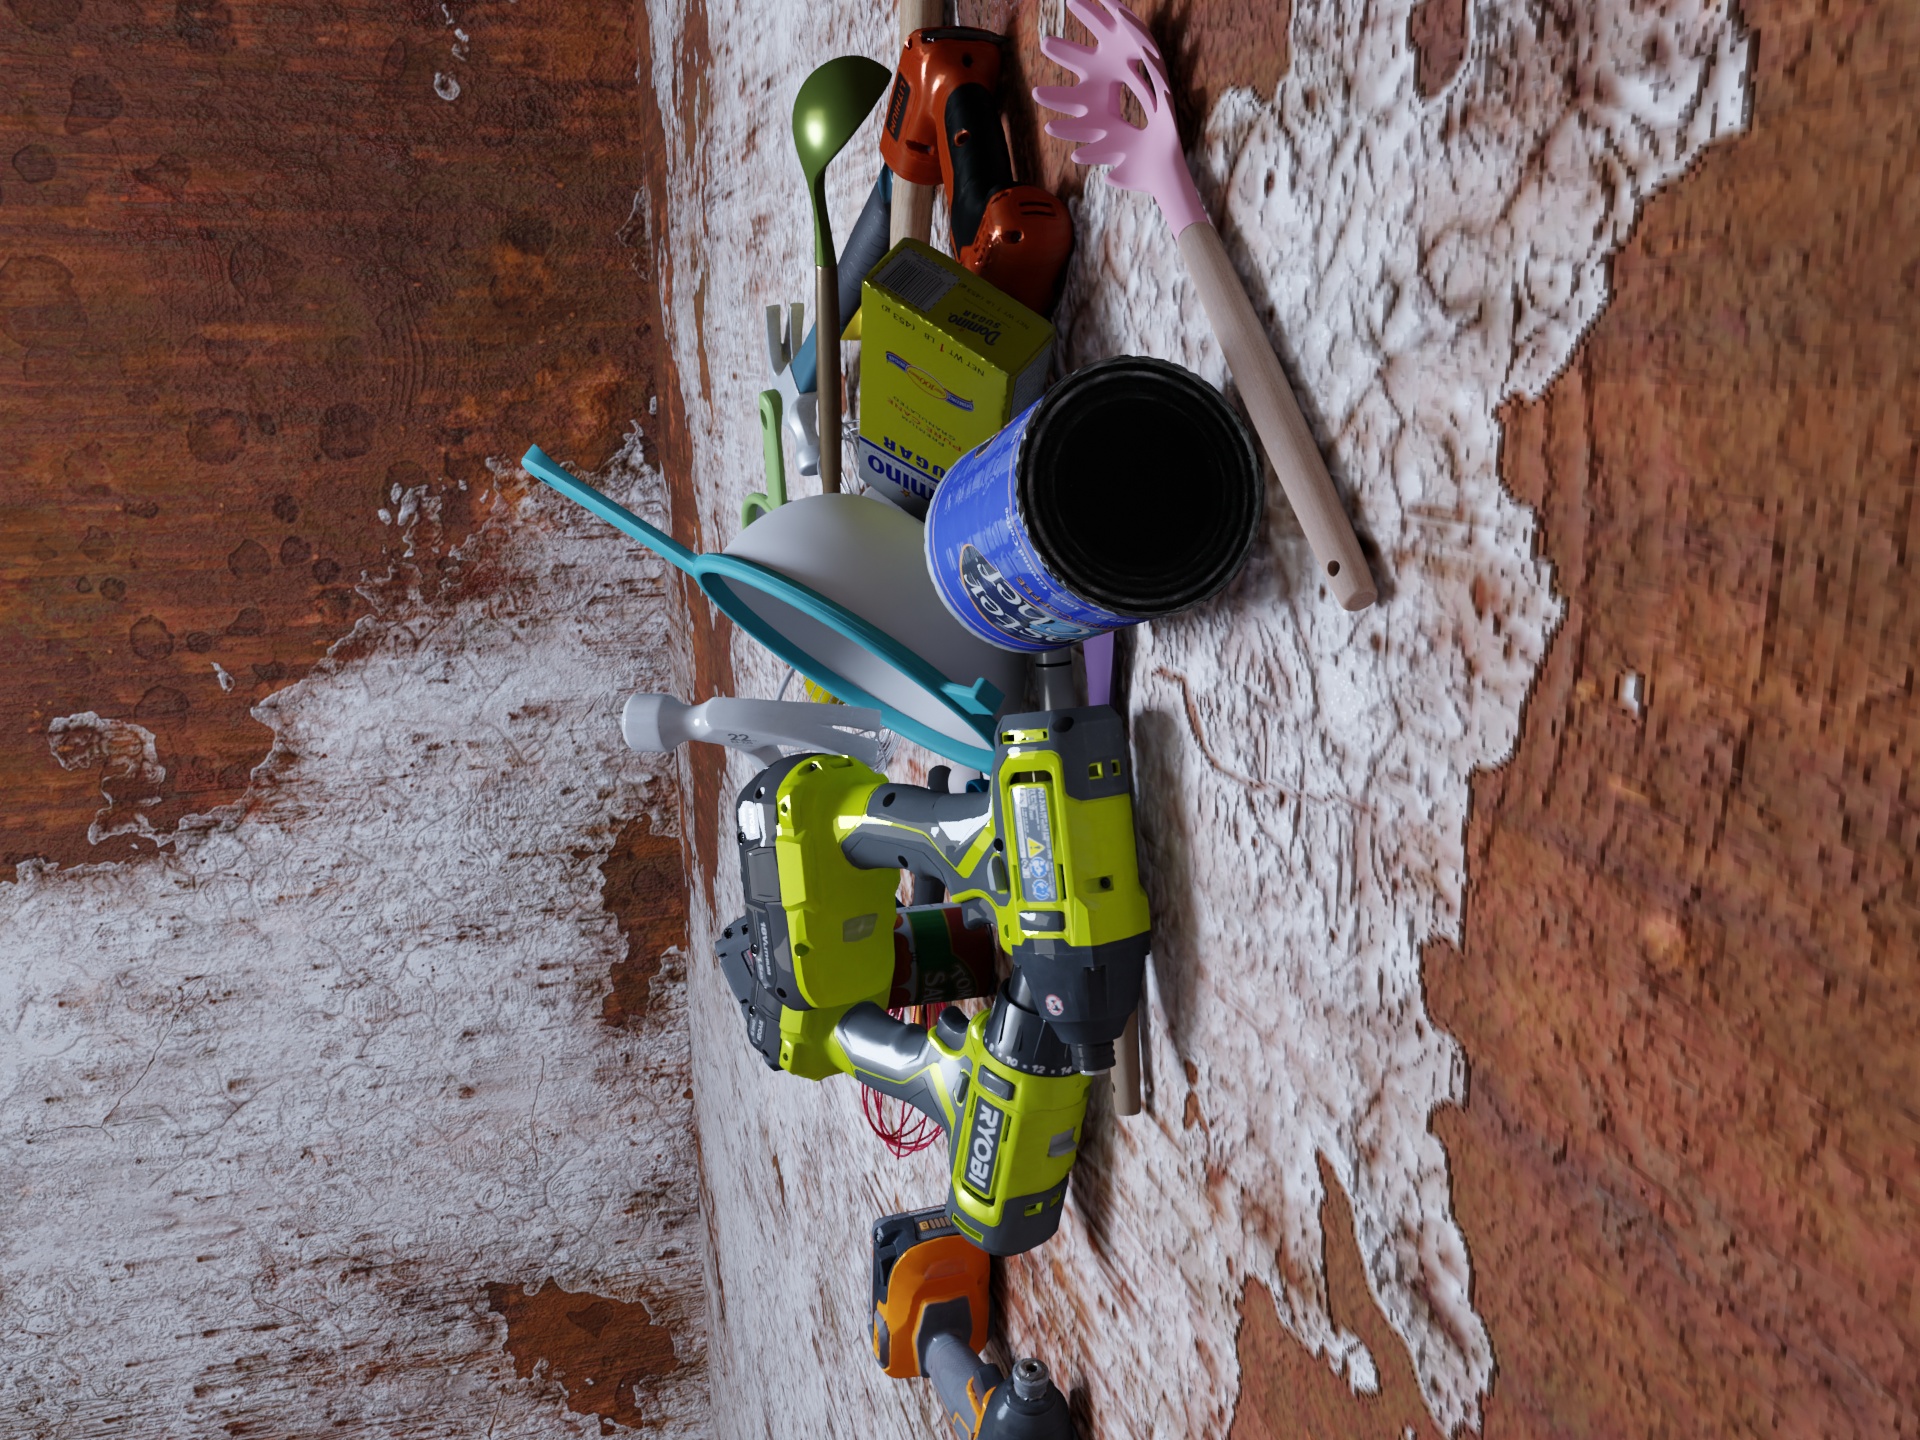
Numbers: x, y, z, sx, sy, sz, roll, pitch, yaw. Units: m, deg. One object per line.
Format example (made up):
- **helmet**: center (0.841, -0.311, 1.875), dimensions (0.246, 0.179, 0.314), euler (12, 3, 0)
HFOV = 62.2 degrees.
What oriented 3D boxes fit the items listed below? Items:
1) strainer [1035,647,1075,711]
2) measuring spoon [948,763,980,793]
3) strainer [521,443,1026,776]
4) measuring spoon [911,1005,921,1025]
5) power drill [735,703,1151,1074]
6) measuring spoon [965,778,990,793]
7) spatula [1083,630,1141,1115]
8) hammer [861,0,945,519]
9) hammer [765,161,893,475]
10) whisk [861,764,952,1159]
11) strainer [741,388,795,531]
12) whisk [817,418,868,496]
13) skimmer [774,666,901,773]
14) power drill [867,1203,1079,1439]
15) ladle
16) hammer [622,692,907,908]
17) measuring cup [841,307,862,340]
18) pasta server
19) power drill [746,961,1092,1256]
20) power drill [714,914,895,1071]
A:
- **strainer**: center (0.046, -0.042, 0.828), dimensions (0.087, 0.050, 0.258), euler (-92, -3, -81)
- **measuring spoon**: center (-0.002, -0.003, 1.042), dimensions (0.034, 0.018, 0.124), euler (178, 88, -75)
- **strainer**: center (-0.092, -0.096, 0.911), dimensions (0.095, 0.340, 0.211), euler (-57, -10, -9)
- **measuring spoon**: center (-0.030, 0.221, 1.227), dimensions (0.021, 0.011, 0.116), euler (-112, 20, -46)
- **power drill**: center (-0.008, 0.086, 0.800), dimensions (0.223, 0.080, 0.171), euler (-6, 90, 42)
- **measuring spoon**: center (0.020, 0.078, 1.003), dimensions (0.042, 0.021, 0.128), euler (58, 161, 30)
- **spatula**: center (0.074, 0.037, 0.784), dimensions (0.060, 0.018, 0.316), euler (-175, 82, -81)
- **hammer**: center (-0.032, -0.283, 0.998), dimensions (0.130, 0.031, 0.331), euler (-52, -34, -81)
- **hammer**: center (-0.086, -0.309, 1.172), dimensions (0.331, 0.033, 0.128), euler (-43, 63, 63)
- **whisk**: center (-0.027, 0.174, 1.120), dimensions (0.073, 0.073, 0.295), euler (-138, 52, -68)
- **strainer**: center (-0.122, -0.164, 1.286), dimensions (0.152, 0.069, 0.256), euler (51, 154, 37)
- **whisk**: center (-0.060, -0.126, 1.179), dimensions (0.057, 0.059, 0.247), euler (39, -150, -58)
- **skimmer**: center (-0.099, 0.008, 1.206), dimensions (0.363, 0.090, 0.127), euler (151, 142, -81)
- **power drill**: center (0.009, 0.413, 1.014), dimensions (0.227, 0.084, 0.164), euler (-130, 39, -58)
- **ladle**: center (-0.078, -0.283, 1.074), dimensions (0.078, 0.062, 0.319), euler (-82, -4, -49)
- **hammer**: center (-0.086, 0.077, 1.064), dimensions (0.405, 0.144, 0.035), euler (66, -152, -64)
- **measuring cup**: center (-0.085, -0.295, 1.234), dimensions (0.062, 0.029, 0.157), euler (102, 159, -46)
- **pasta server**: center (0.094, -0.172, 0.619), dimensions (0.060, 0.040, 0.317), euler (-50, 45, 44)
- **power drill**: center (-0.018, 0.169, 0.914), dimensions (0.229, 0.080, 0.190), euler (25, 113, 40)
- **power drill**: center (-0.104, 0.194, 1.237), dimensions (0.143, 0.078, 0.219), euler (65, -171, 4)
